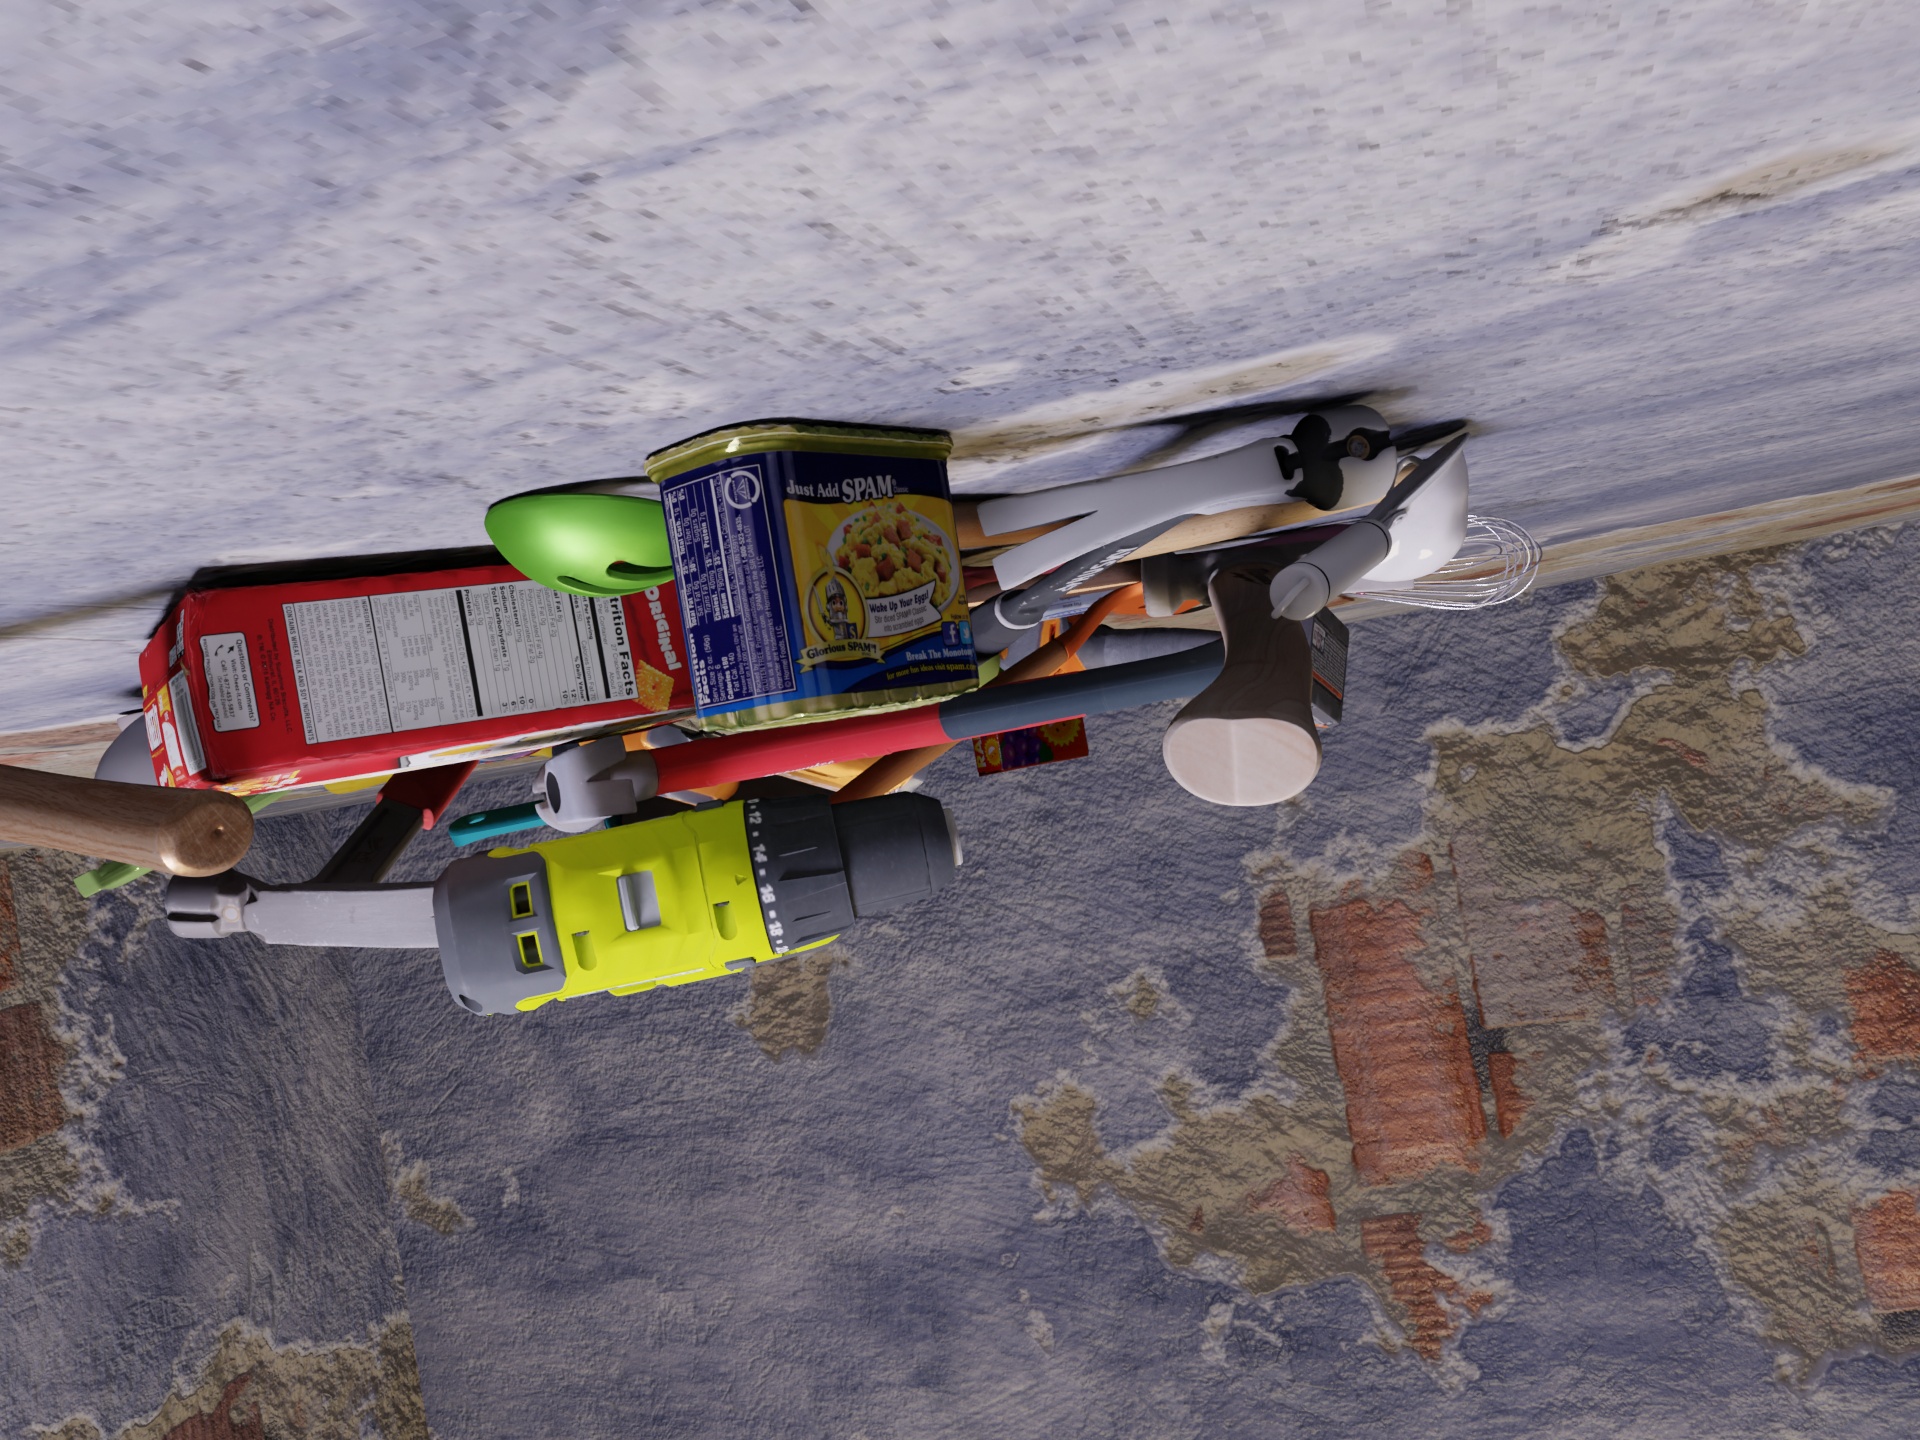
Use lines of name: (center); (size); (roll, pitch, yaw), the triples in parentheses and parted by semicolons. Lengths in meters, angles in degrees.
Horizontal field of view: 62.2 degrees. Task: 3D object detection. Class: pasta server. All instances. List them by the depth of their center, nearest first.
pasta server: (0.120, -0.086, 0.986); (0.316, 0.040, 0.060); (-8, 167, -7)

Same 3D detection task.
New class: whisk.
whisk: (0.256, -0.100, 1.113); (0.284, 0.070, 0.070); (-5, -179, 22)

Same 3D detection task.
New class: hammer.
hammer: (-0.383, 0.023, 0.576); (0.331, 0.031, 0.130); (5, -172, 25)
hammer: (0.141, -0.037, 0.692); (0.146, 0.038, 0.411); (-4, -167, 11)
hammer: (0.028, -0.052, 0.730); (0.149, 0.036, 0.409); (-15, 176, -19)
hammer: (-0.001, -0.002, 0.766); (0.386, 0.038, 0.143); (-11, 178, -24)
hammer: (-0.279, 0.036, 0.853); (0.149, 0.036, 0.359); (1, -164, -4)

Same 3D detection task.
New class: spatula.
spatula: (0.044, -0.020, 0.885); (0.322, 0.041, 0.081); (-35, -177, -32)

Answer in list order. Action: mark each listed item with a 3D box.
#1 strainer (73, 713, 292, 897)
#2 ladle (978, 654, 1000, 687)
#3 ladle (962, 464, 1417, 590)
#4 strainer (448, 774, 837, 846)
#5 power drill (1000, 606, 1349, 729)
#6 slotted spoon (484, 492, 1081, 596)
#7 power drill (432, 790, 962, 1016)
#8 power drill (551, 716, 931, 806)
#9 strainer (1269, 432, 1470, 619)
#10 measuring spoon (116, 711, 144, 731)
strainer: (-0.406, 0.017, 0.866); (0.151, 0.069, 0.256); (-33, -166, -18)
ladle: (-0.130, -0.034, 1.056); (0.320, 0.062, 0.078); (-7, -167, -11)
ladle: (0.083, -0.089, 0.809); (0.315, 0.031, 0.069); (-12, 176, 14)
strainer: (-0.185, 0.076, 1.088); (0.340, 0.095, 0.211); (-12, -153, 15)
power drill: (0.153, -0.042, 1.129); (0.226, 0.084, 0.164); (3, 171, 27)
slotted spoon: (-0.034, -0.072, 0.606); (0.070, 0.031, 0.313); (-15, 177, 44)
power drill: (-0.100, 0.071, 0.675); (0.190, 0.080, 0.228); (-12, 175, -5)
power drill: (-0.150, -0.002, 0.899); (0.185, 0.084, 0.226); (19, 168, -38)
strainer: (0.164, -0.069, 0.634); (0.087, 0.050, 0.258); (-46, 172, 31)
measuring spoon: (-0.419, -0.004, 0.914); (0.124, 0.018, 0.034); (-10, 179, -4)
